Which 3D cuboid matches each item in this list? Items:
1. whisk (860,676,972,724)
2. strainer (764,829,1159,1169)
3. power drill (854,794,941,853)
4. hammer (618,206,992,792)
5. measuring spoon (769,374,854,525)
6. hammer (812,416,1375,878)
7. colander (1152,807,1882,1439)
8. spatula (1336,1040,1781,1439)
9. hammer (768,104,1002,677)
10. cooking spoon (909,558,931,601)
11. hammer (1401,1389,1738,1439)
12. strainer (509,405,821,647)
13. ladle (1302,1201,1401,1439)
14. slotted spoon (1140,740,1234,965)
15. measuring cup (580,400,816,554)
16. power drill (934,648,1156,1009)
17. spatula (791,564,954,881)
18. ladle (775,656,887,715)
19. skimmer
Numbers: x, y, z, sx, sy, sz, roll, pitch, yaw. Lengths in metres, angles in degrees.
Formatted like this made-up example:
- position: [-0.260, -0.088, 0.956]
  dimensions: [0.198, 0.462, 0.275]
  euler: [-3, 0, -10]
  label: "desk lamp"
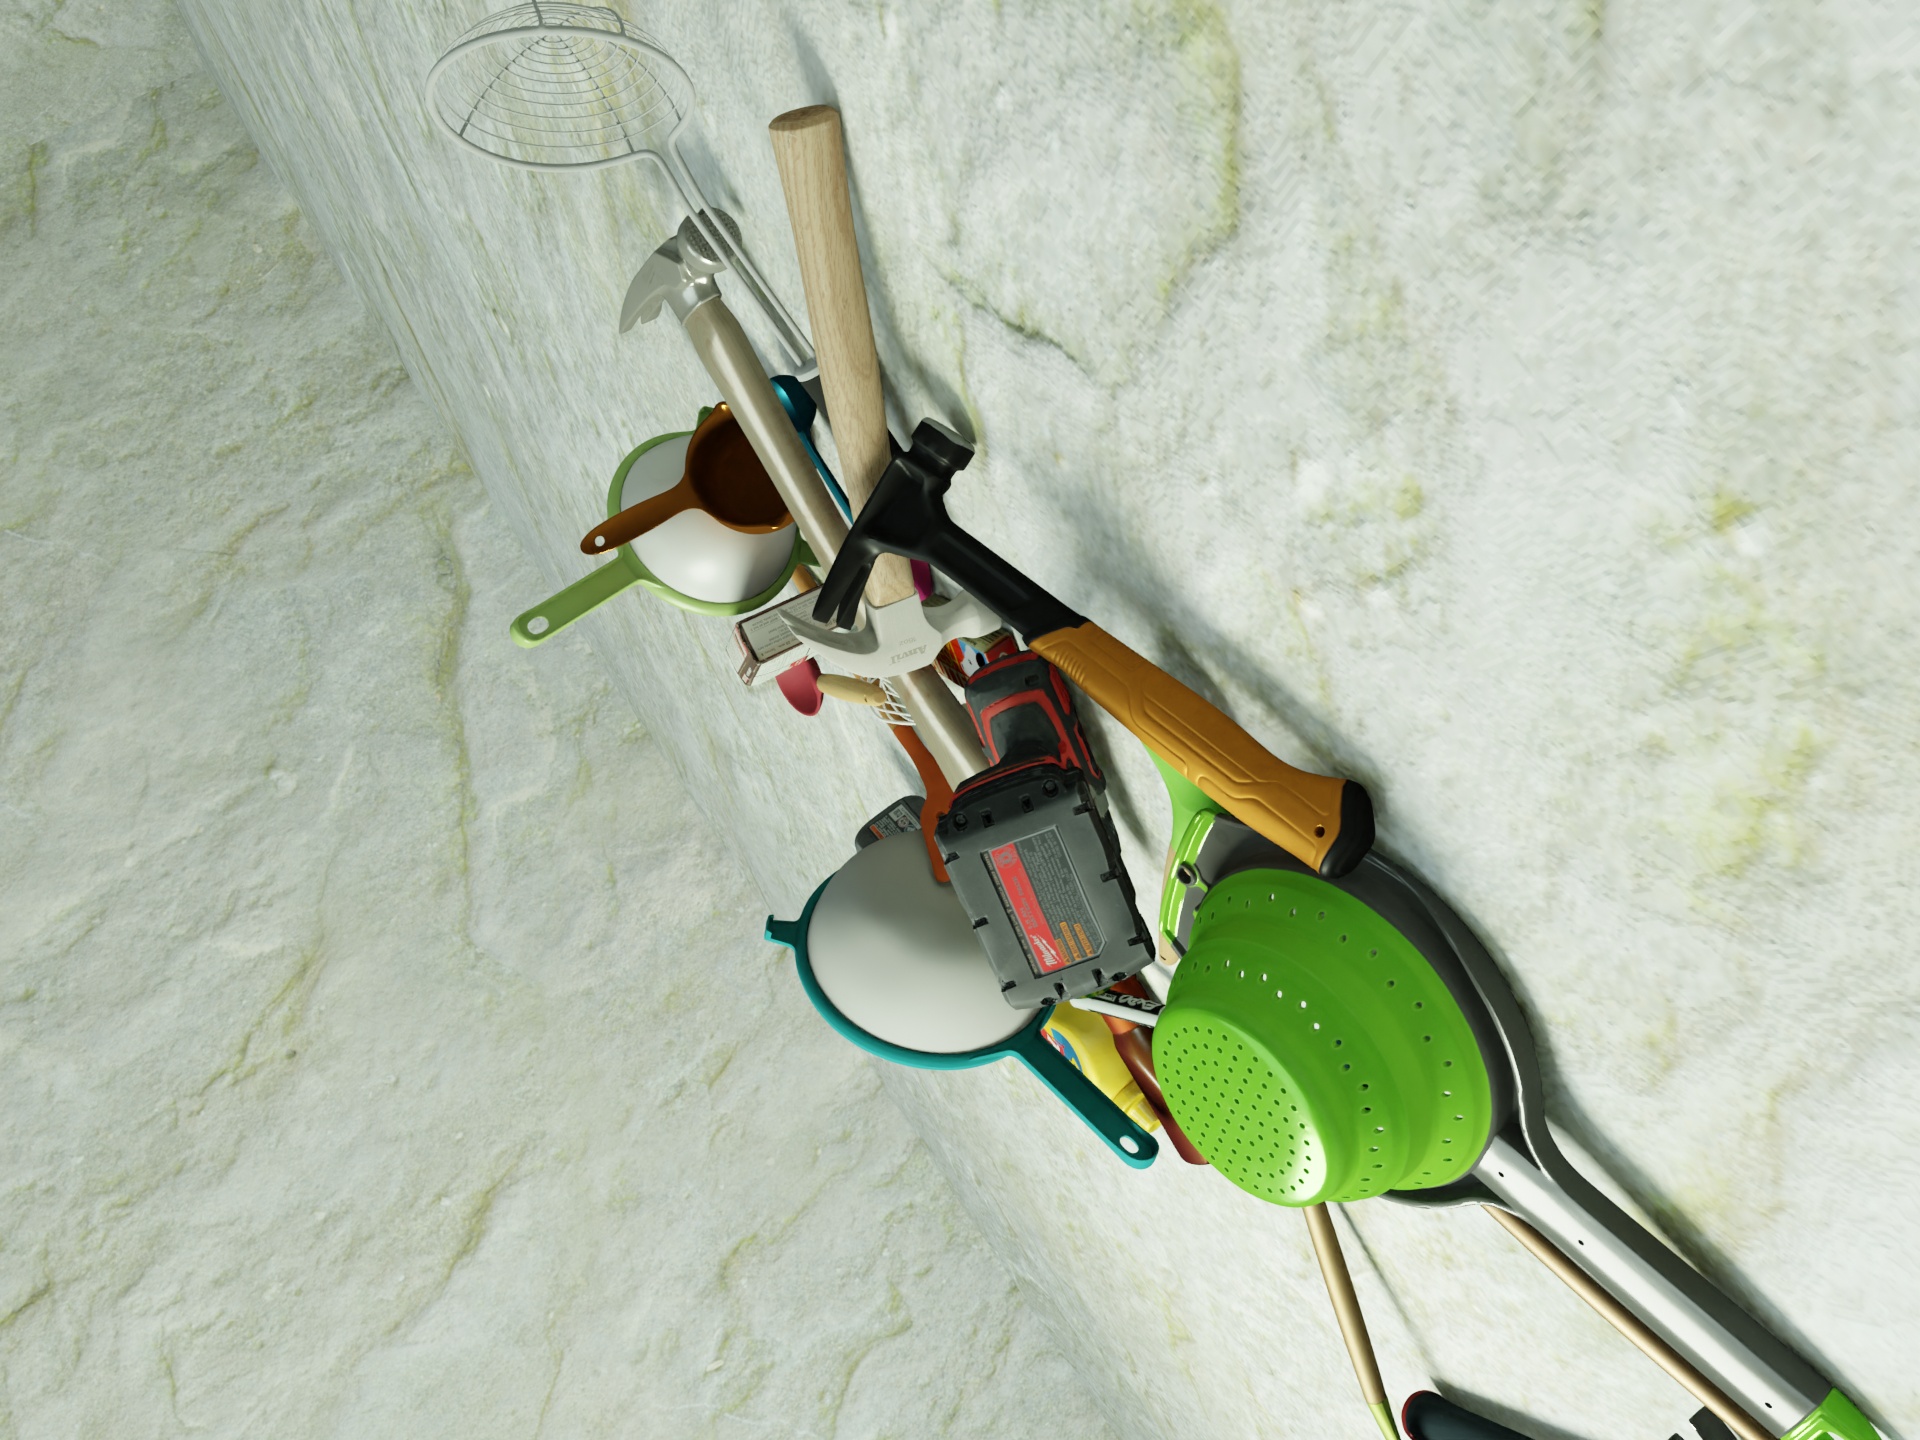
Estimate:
- position: [-0.002, -0.004, 1.101]
  dimensions: [0.059, 0.058, 0.246]
  euler: [25, -179, -37]
  label: "whisk"
- position: [0.026, 0.190, 1.181]
  dimensions: [0.341, 0.211, 0.095]
  euler: [40, 138, 28]
  label: "strainer"
- position: [-0.004, 0.186, 1.417]
  dimensions: [0.185, 0.084, 0.226]
  euler: [47, 166, 30]
  label: "power drill"
- position: [-0.089, -0.118, 1.033]
  dimensions: [0.410, 0.038, 0.146]
  euler: [60, 149, -6]
  label: "hammer"
- position: [-0.085, -0.174, 1.052]
  dimensions: [0.128, 0.021, 0.042]
  euler: [59, 167, -11]
  label: "measuring spoon"
- position: [0.060, -0.024, 0.788]
  dimensions: [0.337, 0.127, 0.034]
  euler: [39, -167, 33]
  label: "hammer"
- position: [0.213, 0.207, 0.713]
  dimensions: [0.397, 0.094, 0.204]
  euler: [41, 143, 28]
  label: "colander"
- position: [0.276, 0.232, 0.776]
  dimensions: [0.318, 0.044, 0.082]
  euler: [42, 158, 29]
  label: "spatula"
- position: [-0.058, -0.163, 0.867]
  dimensions: [0.031, 0.130, 0.331]
  euler: [47, 154, 48]
  label: "hammer"
- position: [-0.054, -0.169, 0.976]
  dimensions: [0.069, 0.017, 0.318]
  euler: [47, 162, 29]
  label: "cooking spoon"
- position: [0.347, 0.427, 0.917]
  dimensions: [0.143, 0.038, 0.386]
  euler: [57, 164, 4]
  label: "hammer"
- position: [-0.211, -0.130, 1.137]
  dimensions: [0.151, 0.256, 0.069]
  euler: [52, 145, -2]
  label: "strainer"
- position: [0.259, 0.434, 1.063]
  dimensions: [0.078, 0.062, 0.320]
  euler: [-166, 57, -79]
  label: "ladle"
- position: [0.126, 0.079, 0.914]
  dimensions: [0.070, 0.031, 0.313]
  euler: [40, 161, 23]
  label: "slotted spoon"
- position: [-0.181, -0.154, 1.106]
  dimensions: [0.095, 0.173, 0.052]
  euler: [64, -178, 3]
  label: "measuring cup"
- position: [0.056, 0.074, 0.886]
  dimensions: [0.227, 0.080, 0.187]
  euler: [-81, -32, -72]
  label: "power drill"
- position: [-0.061, -0.016, 1.246]
  dimensions: [0.323, 0.081, 0.041]
  euler: [55, -179, 23]
  label: "spatula"
- position: [-0.099, -0.028, 1.213]
  dimensions: [0.315, 0.031, 0.069]
  euler: [-165, 54, -73]
  label: "ladle"
- position: [-0.124, -0.218, 0.846]
  dimensions: [0.127, 0.090, 0.362]
  euler: [-13, 130, 35]
  label: "skimmer"
